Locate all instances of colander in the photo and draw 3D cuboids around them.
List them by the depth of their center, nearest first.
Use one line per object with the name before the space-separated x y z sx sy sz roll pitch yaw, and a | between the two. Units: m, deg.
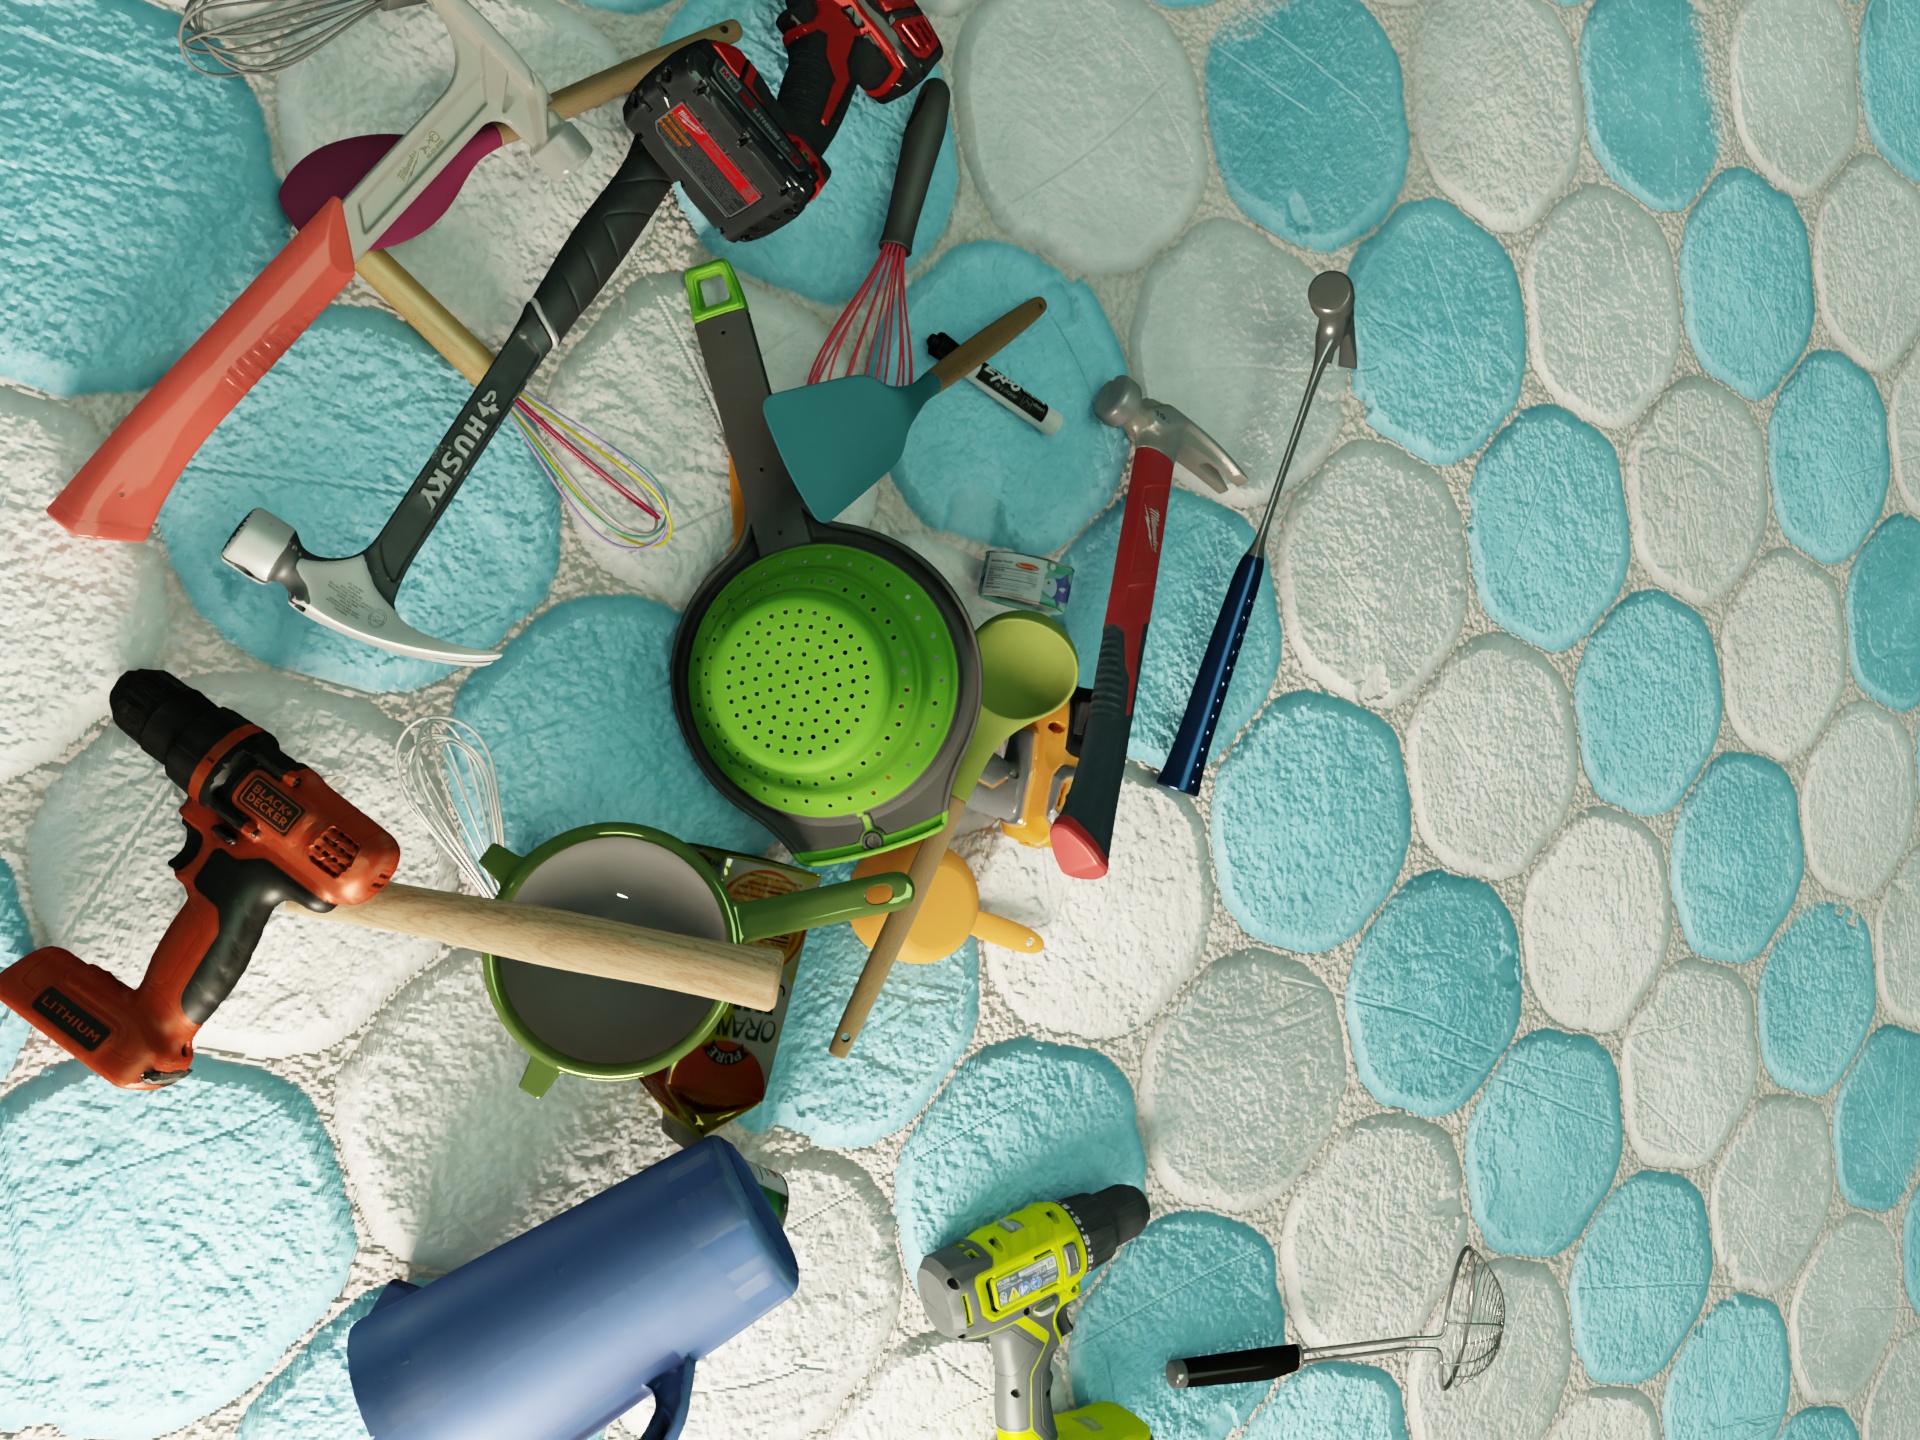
colander | -0.114 -0.103 0.992 0.204 0.094 0.397 -16 90 7

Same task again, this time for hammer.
hammer | -0.370 -0.246 0.871 0.149 0.037 0.359 44 79 -30
hammer | -0.265 0.115 0.909 0.331 0.031 0.130 11 85 -4
hammer | -0.250 -0.215 0.934 0.149 0.036 0.409 36 65 -22
hammer | 0.130 -0.061 1.142 0.143 0.038 0.387 30 58 -30
hammer | 0.236 -0.137 1.250 0.144 0.035 0.405 14 94 -73

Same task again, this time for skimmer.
skimmer | 0.329 0.535 1.387 0.363 0.090 0.127 2 96 -21

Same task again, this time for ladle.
ladle | -0.013 0.075 1.046 0.078 0.062 0.320 26 84 -4

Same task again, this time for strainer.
strainer | -0.155 0.127 0.968 0.256 0.069 0.151 -11 86 -7

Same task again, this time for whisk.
whisk | -0.330 -0.414 0.908 0.239 0.055 0.055 -30 109 -31
whisk | -0.265 -0.195 0.964 0.244 0.047 0.051 45 72 -22
whisk | -0.282 0.109 0.975 0.059 0.058 0.246 -15 109 6
whisk | -0.048 -0.302 1.078 0.073 0.073 0.296 19 78 -31

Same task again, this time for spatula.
spatula | -0.017 -0.230 1.054 0.317 0.044 0.082 -48 117 -50

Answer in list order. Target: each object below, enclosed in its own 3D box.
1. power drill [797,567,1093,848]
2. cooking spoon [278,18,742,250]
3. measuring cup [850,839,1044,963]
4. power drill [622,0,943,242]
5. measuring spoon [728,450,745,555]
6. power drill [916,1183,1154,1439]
power drill | -0.002 -0.004 1.119 0.226 0.084 0.185 10 87 -27
cooking spoon | -0.260 -0.365 0.963 0.319 0.017 0.069 -36 94 -26
measuring cup | 0.004 0.143 1.144 0.173 0.052 0.095 23 82 -28
power drill | -0.108 -0.419 1.004 0.143 0.078 0.220 47 55 -26
measuring spoon | -0.143 -0.158 1.057 0.021 0.011 0.117 -1 94 -31
power drill | 0.076 0.475 1.201 0.190 0.080 0.228 -15 99 -29
